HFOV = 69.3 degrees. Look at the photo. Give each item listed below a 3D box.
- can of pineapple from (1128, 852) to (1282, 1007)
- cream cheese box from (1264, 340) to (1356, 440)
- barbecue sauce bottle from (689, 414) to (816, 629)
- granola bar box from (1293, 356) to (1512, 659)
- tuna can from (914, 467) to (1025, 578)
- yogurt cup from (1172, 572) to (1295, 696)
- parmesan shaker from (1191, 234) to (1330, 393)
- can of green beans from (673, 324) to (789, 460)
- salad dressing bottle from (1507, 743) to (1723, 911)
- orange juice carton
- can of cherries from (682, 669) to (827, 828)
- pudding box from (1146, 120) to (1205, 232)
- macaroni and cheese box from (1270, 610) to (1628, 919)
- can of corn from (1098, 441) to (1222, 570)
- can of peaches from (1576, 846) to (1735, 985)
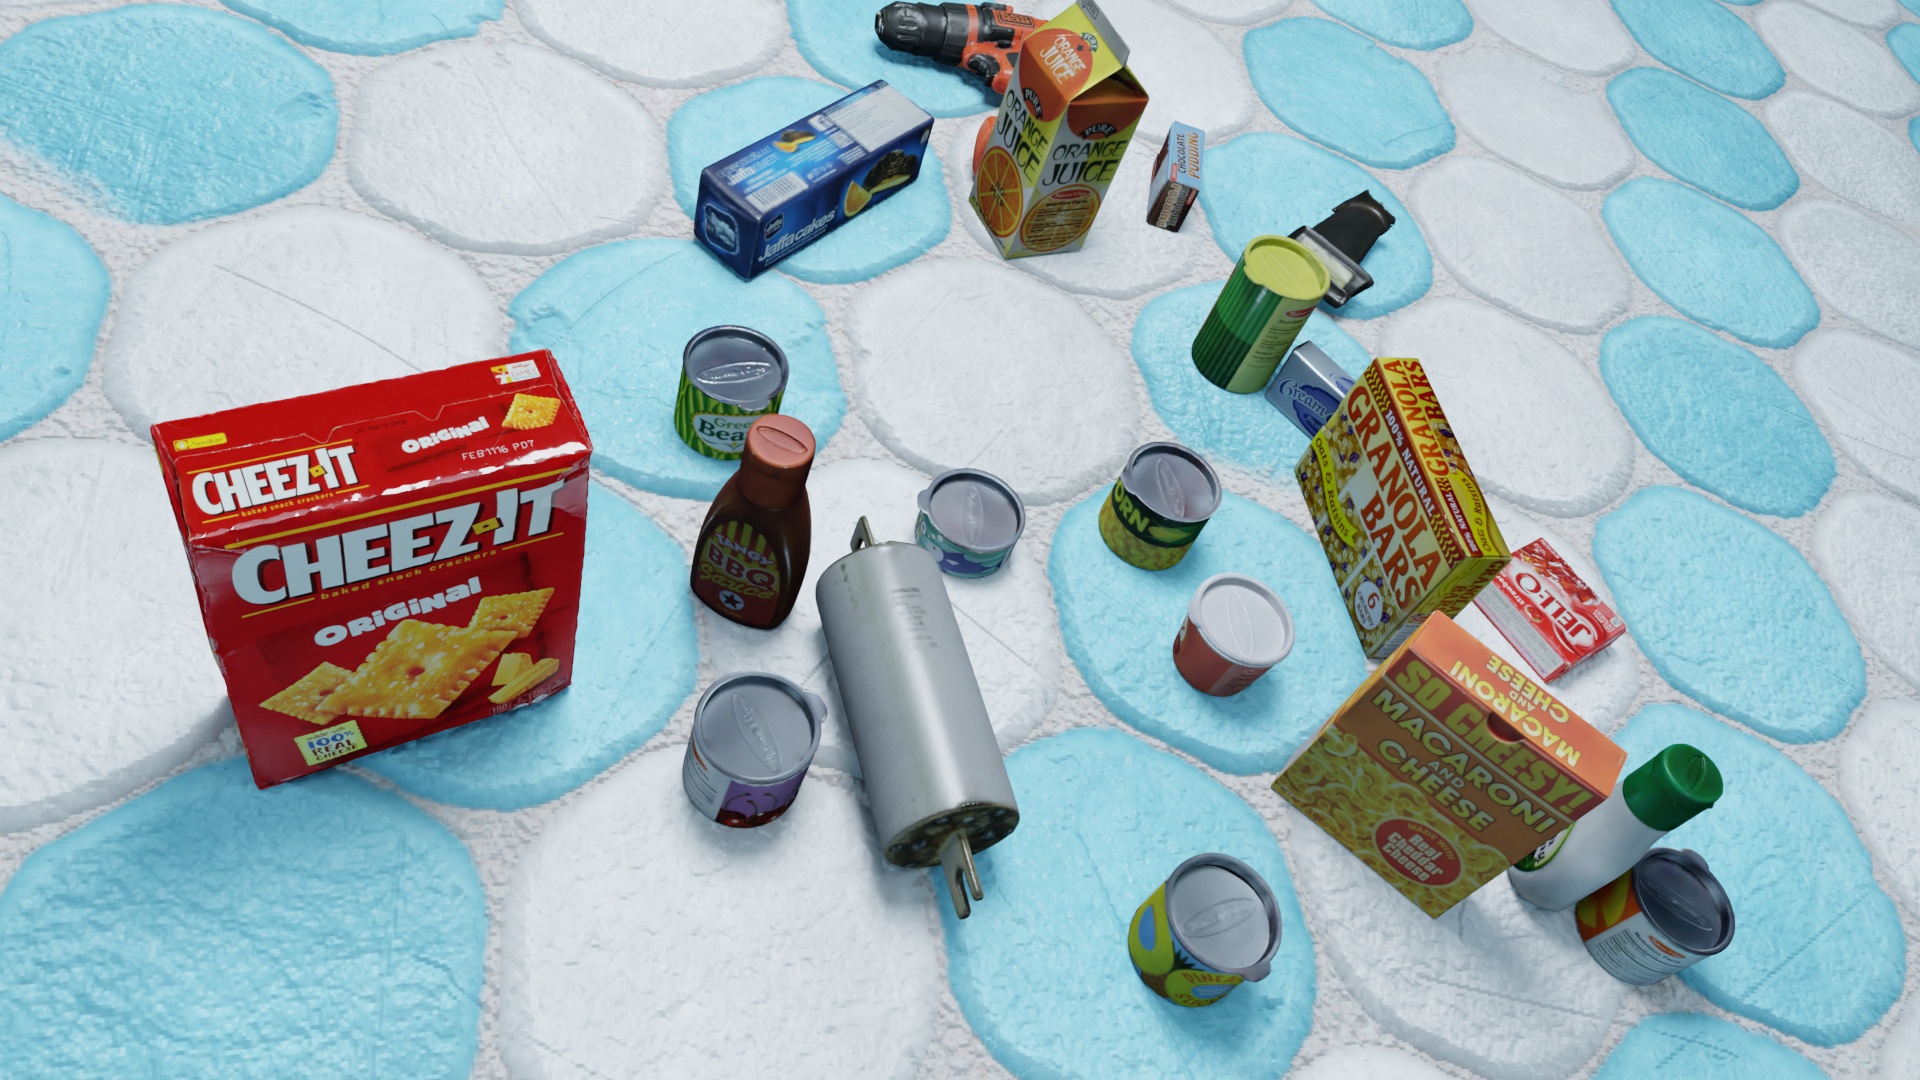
[{"bbox_3d":[0.130,0.211,0.745,0.071,0.057,0.071,9,52,-12],"label":"can of pineapple"},{"bbox_3d":[0.278,-0.095,1.029,0.024,0.053,0.104,-31,69,-34],"label":"cream cheese box"},{"bbox_3d":[-0.111,-0.010,0.771,0.065,0.147,0.044,27,51,2],"label":"barbecue sauce bottle"},{"bbox_3d":[0.290,-0.022,0.932,0.039,0.123,0.166,1,54,-18],"label":"granola bar box"},{"bbox_3d":[0.003,-0.011,0.885,0.071,0.032,0.071,9,52,-12],"label":"tuna can"},{"bbox_3d":[0.168,0.062,0.873,0.072,0.053,0.073,9,52,-12],"label":"yogurt cup"},{"bbox_3d":[0.218,-0.166,1.030,0.071,0.102,0.071,9,52,-12],"label":"parmesan shaker"},{"bbox_3d":[-0.146,-0.093,0.880,0.071,0.057,0.071,9,52,-12],"label":"can of green beans"},{"bbox_3d":[0.377,0.167,0.805,0.044,0.146,0.064,38,52,11],"label":"salad dressing bottle"},{"bbox_3d":[0.076,-0.305,1.028,0.073,0.191,0.072,-13,60,-27],"label":"orange juice carton"},{"bbox_3d":[-0.109,0.111,0.738,0.071,0.058,0.072,9,52,-12],"label":"can of cherries"},{"bbox_3d":[0.179,-0.303,1.154,0.030,0.049,0.084,17,51,-7],"label":"pudding box"},{"bbox_3d":[0.268,0.131,0.782,0.124,0.165,0.040,39,52,11],"label":"macaroni and cheese box"},{"bbox_3d":[0.129,-0.022,0.920,0.071,0.058,0.071,9,52,-12],"label":"can of corn"},{"bbox_3d":[0.416,0.224,0.833,0.071,0.057,0.071,9,52,-12],"label":"can of peaches"}]
